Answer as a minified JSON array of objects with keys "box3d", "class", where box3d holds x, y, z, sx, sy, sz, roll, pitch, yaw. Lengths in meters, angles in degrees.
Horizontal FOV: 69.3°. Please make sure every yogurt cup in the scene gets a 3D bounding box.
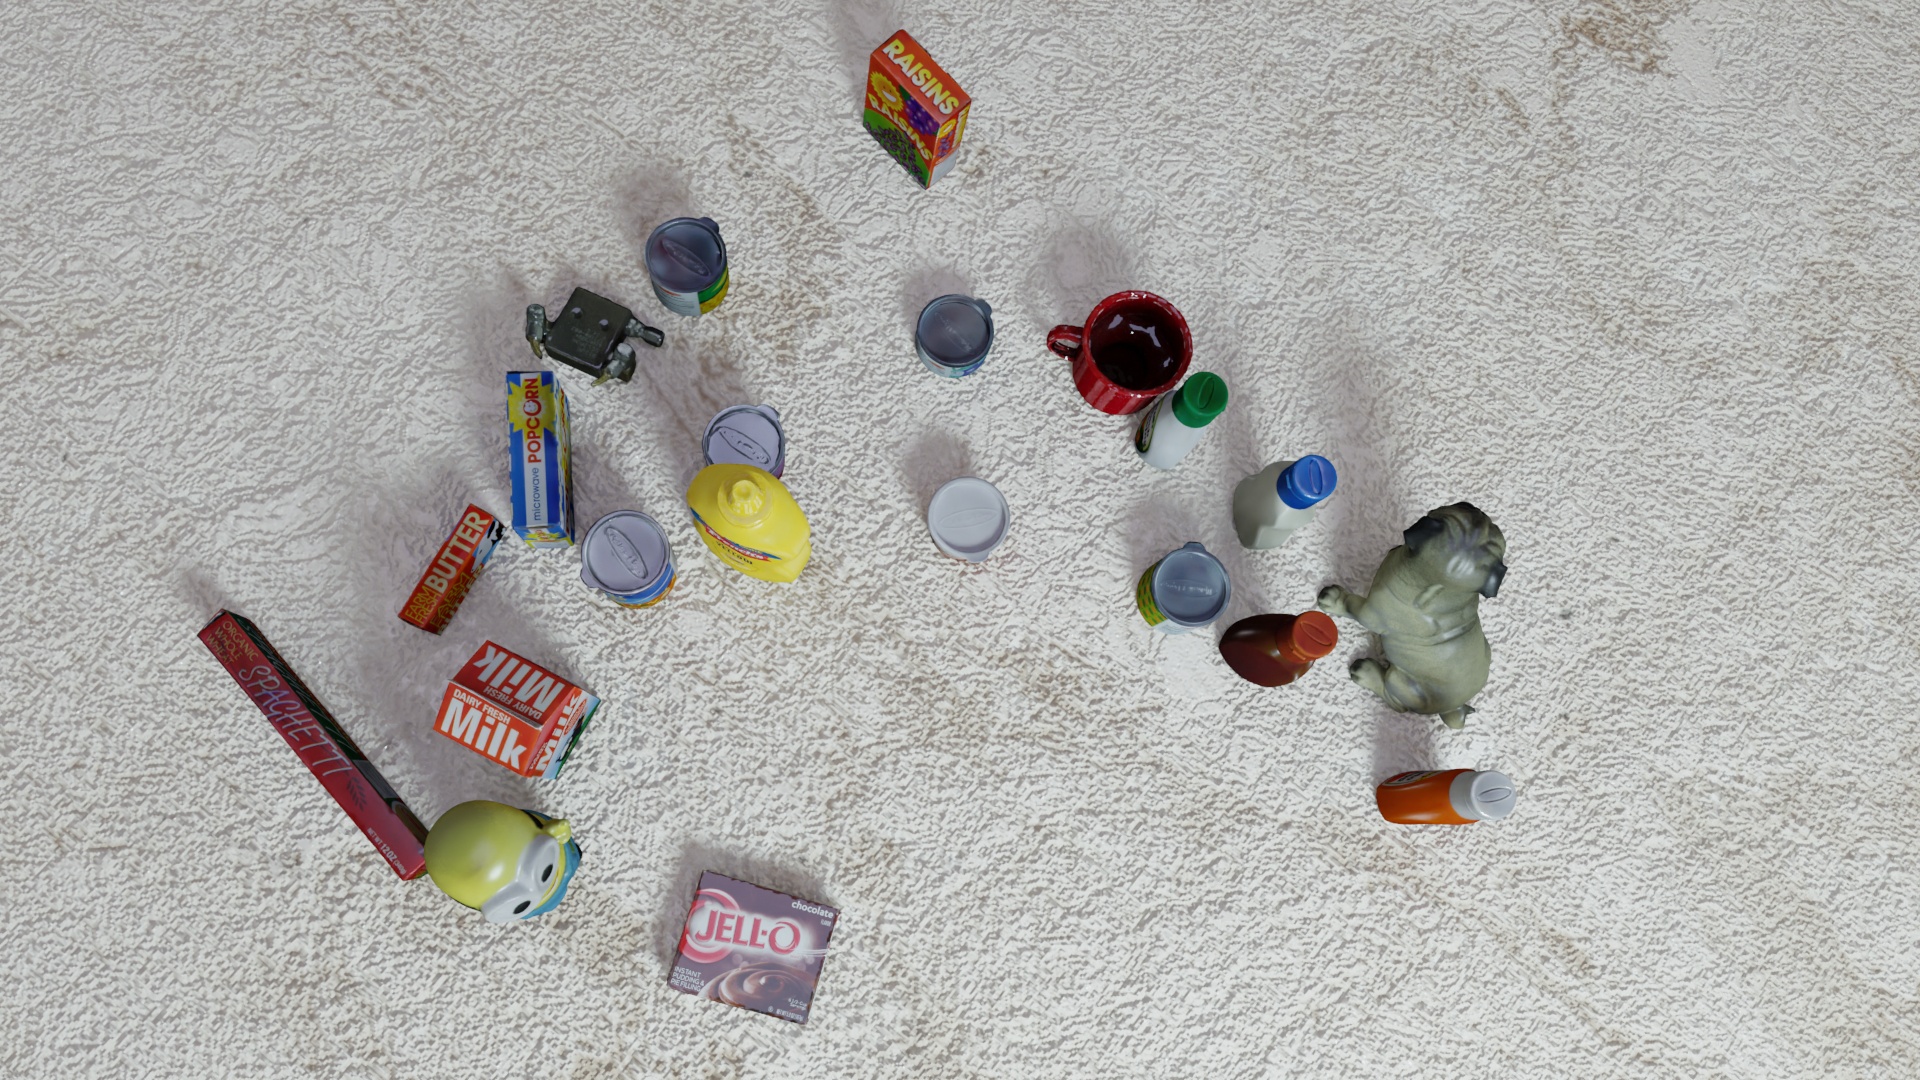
[{"box3d":[0.004,-0.014,1.146,0.072,0.054,0.072,1,78,-7],"class":"yogurt cup"}]

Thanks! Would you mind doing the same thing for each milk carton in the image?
[{"box3d":[-0.321,0.125,1.008,0.072,0.190,0.073,28,77,-1],"class":"milk carton"}]

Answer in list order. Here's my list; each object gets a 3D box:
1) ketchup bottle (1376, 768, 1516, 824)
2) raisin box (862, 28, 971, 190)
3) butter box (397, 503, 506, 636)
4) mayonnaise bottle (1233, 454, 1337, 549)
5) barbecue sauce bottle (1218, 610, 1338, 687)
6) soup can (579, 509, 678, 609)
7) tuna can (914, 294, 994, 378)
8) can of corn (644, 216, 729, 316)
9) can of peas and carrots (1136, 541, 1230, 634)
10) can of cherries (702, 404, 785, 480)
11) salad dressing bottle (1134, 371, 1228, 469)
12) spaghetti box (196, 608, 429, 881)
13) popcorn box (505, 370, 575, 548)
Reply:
[{"box3d":[0.387,0.203,1.099,0.065,0.148,0.043,-11,80,-9],"class":"ketchup bottle"},{"box3d":[-0.038,-0.363,1.178,0.040,0.123,0.086,-42,86,-12],"class":"raisin box"},{"box3d":[-0.397,0.024,1.090,0.024,0.053,0.104,29,77,-1],"class":"butter box"},{"box3d":[0.263,-0.034,1.134,0.041,0.147,0.065,-5,80,-8],"class":"mayonnaise bottle"},{"box3d":[0.256,0.084,1.108,0.065,0.148,0.044,37,77,1],"class":"barbecue sauce bottle"},{"box3d":[-0.261,0.018,1.092,0.071,0.083,0.071,1,79,-7],"class":"soup can"},{"box3d":[-0.004,-0.176,1.190,0.071,0.032,0.071,1,78,-7],"class":"tuna can"},{"box3d":[-0.226,-0.230,1.161,0.071,0.058,0.071,1,78,-7],"class":"can of corn"},{"box3d":[0.184,0.041,1.155,0.071,0.058,0.071,1,78,-7],"class":"can of peas and carrots"},{"box3d":[-0.174,-0.073,1.135,0.071,0.058,0.071,1,78,-7],"class":"can of cherries"},{"box3d":[0.181,-0.100,1.138,0.044,0.147,0.064,21,77,-2],"class":"salad dressing bottle"},{"box3d":[-0.483,0.155,1.054,0.029,0.050,0.250,-41,86,-12],"class":"spaghetti box"},{"box3d":[-0.332,-0.062,1.099,0.038,0.085,0.127,-4,79,-8],"class":"popcorn box"}]
